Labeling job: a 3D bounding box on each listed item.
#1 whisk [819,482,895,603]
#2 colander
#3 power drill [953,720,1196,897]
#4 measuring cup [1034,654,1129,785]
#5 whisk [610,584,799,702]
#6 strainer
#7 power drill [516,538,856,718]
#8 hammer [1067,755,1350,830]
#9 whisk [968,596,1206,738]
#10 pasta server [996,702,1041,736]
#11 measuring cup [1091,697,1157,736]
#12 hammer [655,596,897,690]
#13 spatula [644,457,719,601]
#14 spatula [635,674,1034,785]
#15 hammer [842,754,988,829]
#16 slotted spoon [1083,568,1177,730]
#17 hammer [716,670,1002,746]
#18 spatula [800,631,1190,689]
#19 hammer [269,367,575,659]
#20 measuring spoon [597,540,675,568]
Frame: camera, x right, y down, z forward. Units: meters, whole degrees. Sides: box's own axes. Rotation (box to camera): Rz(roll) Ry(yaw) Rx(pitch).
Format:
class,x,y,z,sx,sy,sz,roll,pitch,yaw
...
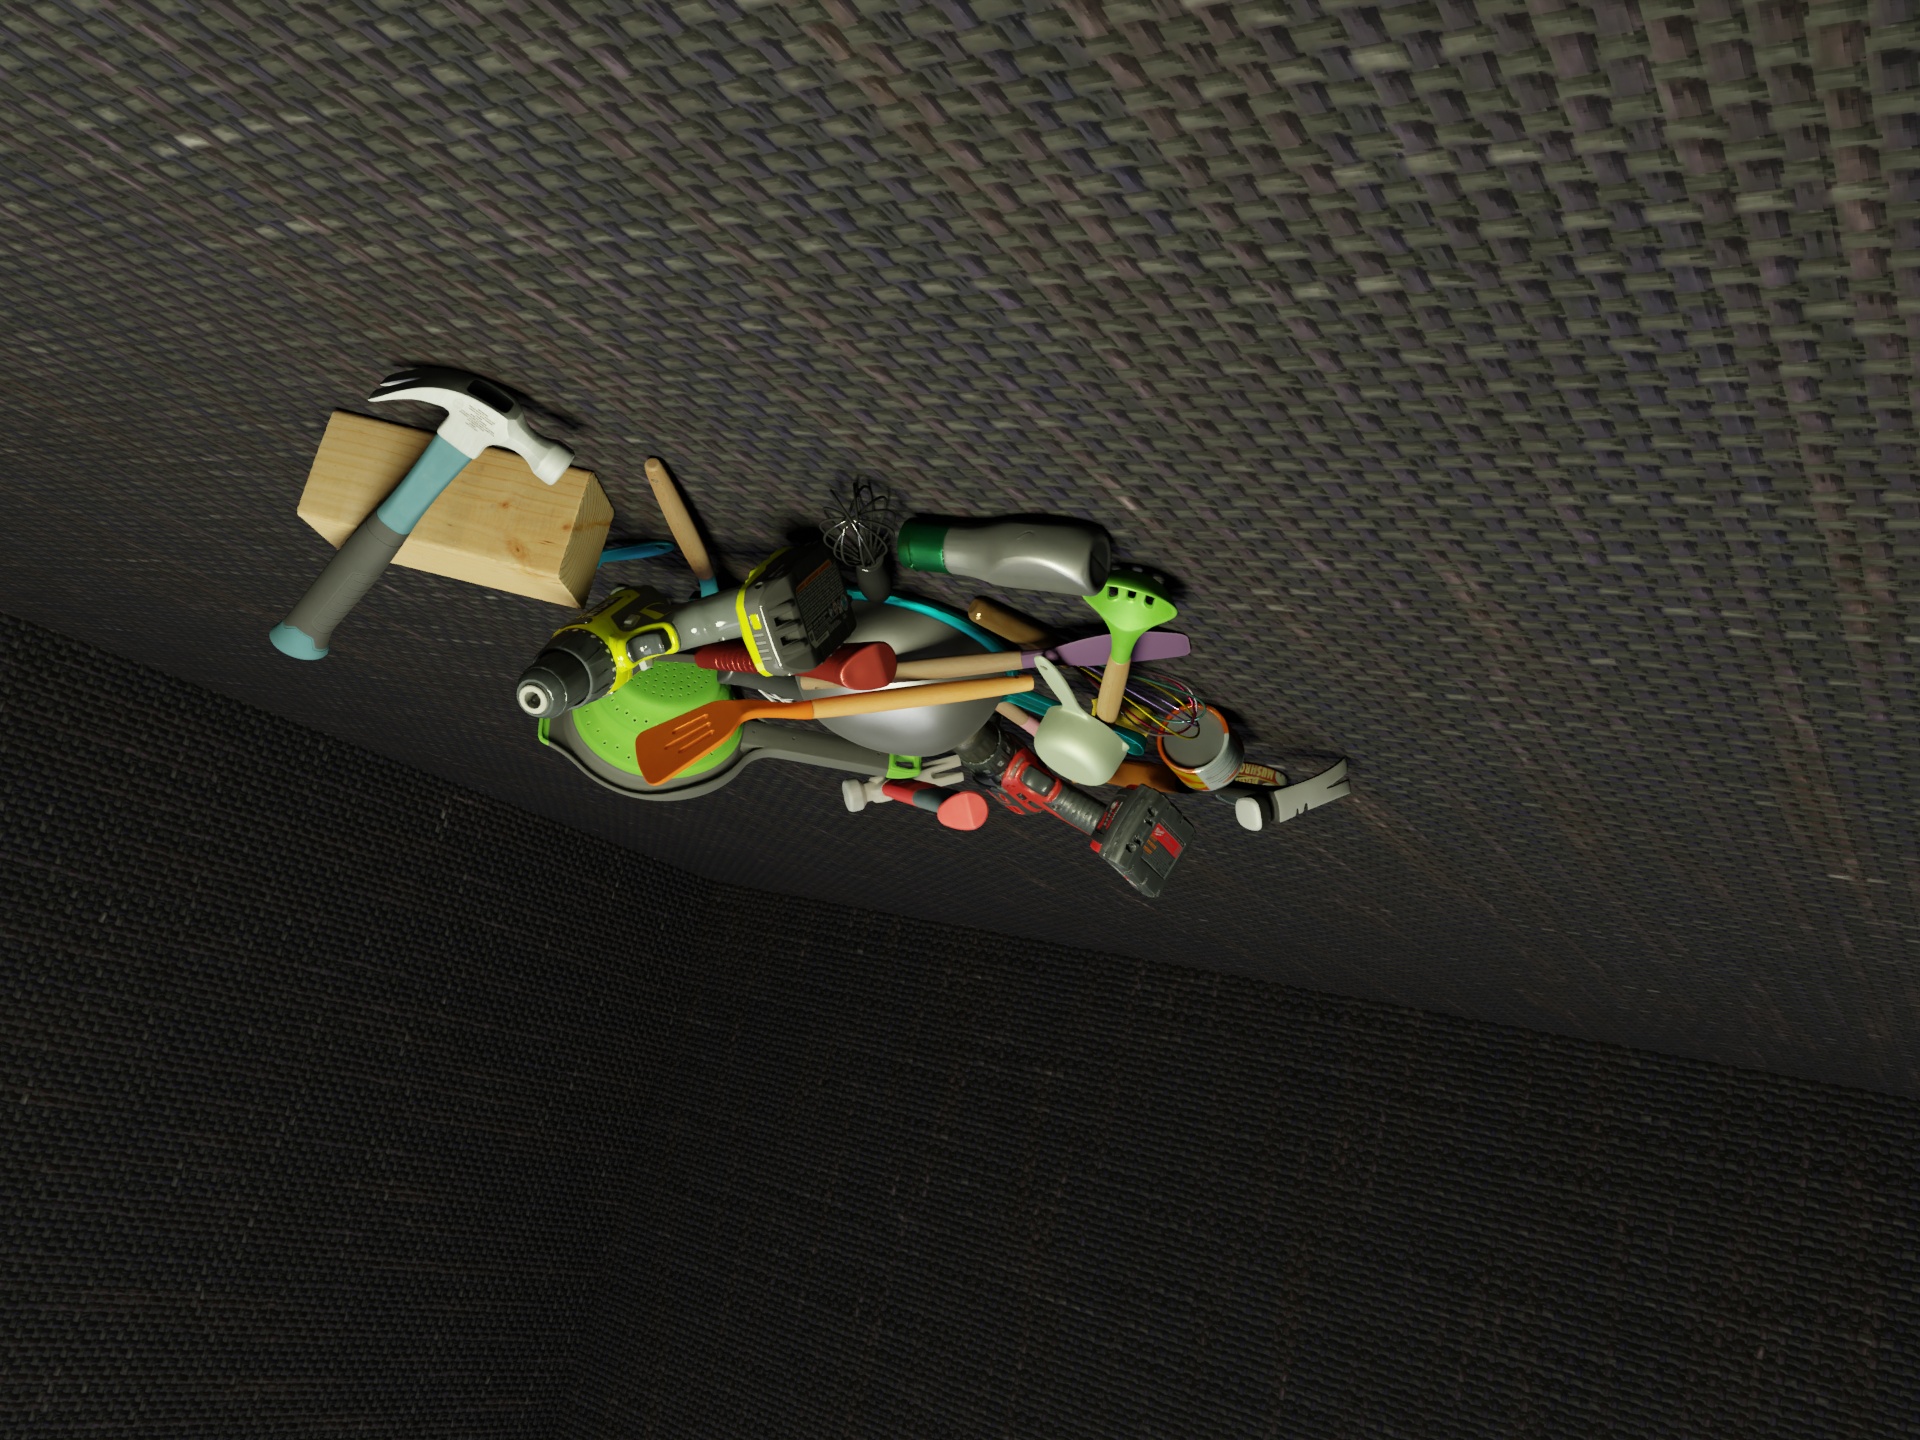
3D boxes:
class,x,y,z,sx,sy,sz,roll,pitch,yaw
whisk,-0.070,-0.122,1.170,0.055,0.055,0.239,14,172,3
colander,-0.226,-0.010,1.637,0.397,0.205,0.094,10,135,-10
power drill,0.094,0.068,1.510,0.227,0.080,0.187,27,171,34
measuring cup,0.082,0.002,1.294,0.083,0.038,0.167,20,160,31
whisk,-0.235,-0.070,1.560,0.246,0.059,0.058,28,150,-31
strainer,-0.002,-0.004,1.389,0.340,0.095,0.211,21,158,-8
power drill,-0.212,-0.064,1.212,0.228,0.080,0.191,-10,-161,19
hammer,0.219,0.056,1.548,0.127,0.034,0.337,-18,-167,-31
whisk,0.109,-0.042,1.312,0.244,0.047,0.051,26,156,-27
pasta server,0.046,-0.020,1.514,0.060,0.040,0.315,3,159,41
measuring cup,0.151,0.014,1.518,0.062,0.029,0.156,13,165,7
hammer,-0.188,-0.059,1.340,0.359,0.149,0.036,5,120,40
spatula,-0.211,-0.141,1.290,0.082,0.044,0.317,11,162,7
spatula,-0.094,-0.004,1.259,0.322,0.041,0.081,-7,-150,-17
hammer,-0.021,0.075,1.673,0.143,0.038,0.386,-14,-175,-14
slotted spoon,0.120,-0.040,1.235,0.070,0.031,0.313,14,157,6
hammer,-0.102,-0.018,1.560,0.146,0.035,0.334,3,171,43
spatula,0.024,-0.047,1.271,0.316,0.018,0.059,-6,159,12
hammer,-0.419,-0.138,1.163,0.128,0.033,0.331,39,128,-20
measuring spoon,-0.295,-0.151,1.366,0.128,0.021,0.042,-4,159,29
